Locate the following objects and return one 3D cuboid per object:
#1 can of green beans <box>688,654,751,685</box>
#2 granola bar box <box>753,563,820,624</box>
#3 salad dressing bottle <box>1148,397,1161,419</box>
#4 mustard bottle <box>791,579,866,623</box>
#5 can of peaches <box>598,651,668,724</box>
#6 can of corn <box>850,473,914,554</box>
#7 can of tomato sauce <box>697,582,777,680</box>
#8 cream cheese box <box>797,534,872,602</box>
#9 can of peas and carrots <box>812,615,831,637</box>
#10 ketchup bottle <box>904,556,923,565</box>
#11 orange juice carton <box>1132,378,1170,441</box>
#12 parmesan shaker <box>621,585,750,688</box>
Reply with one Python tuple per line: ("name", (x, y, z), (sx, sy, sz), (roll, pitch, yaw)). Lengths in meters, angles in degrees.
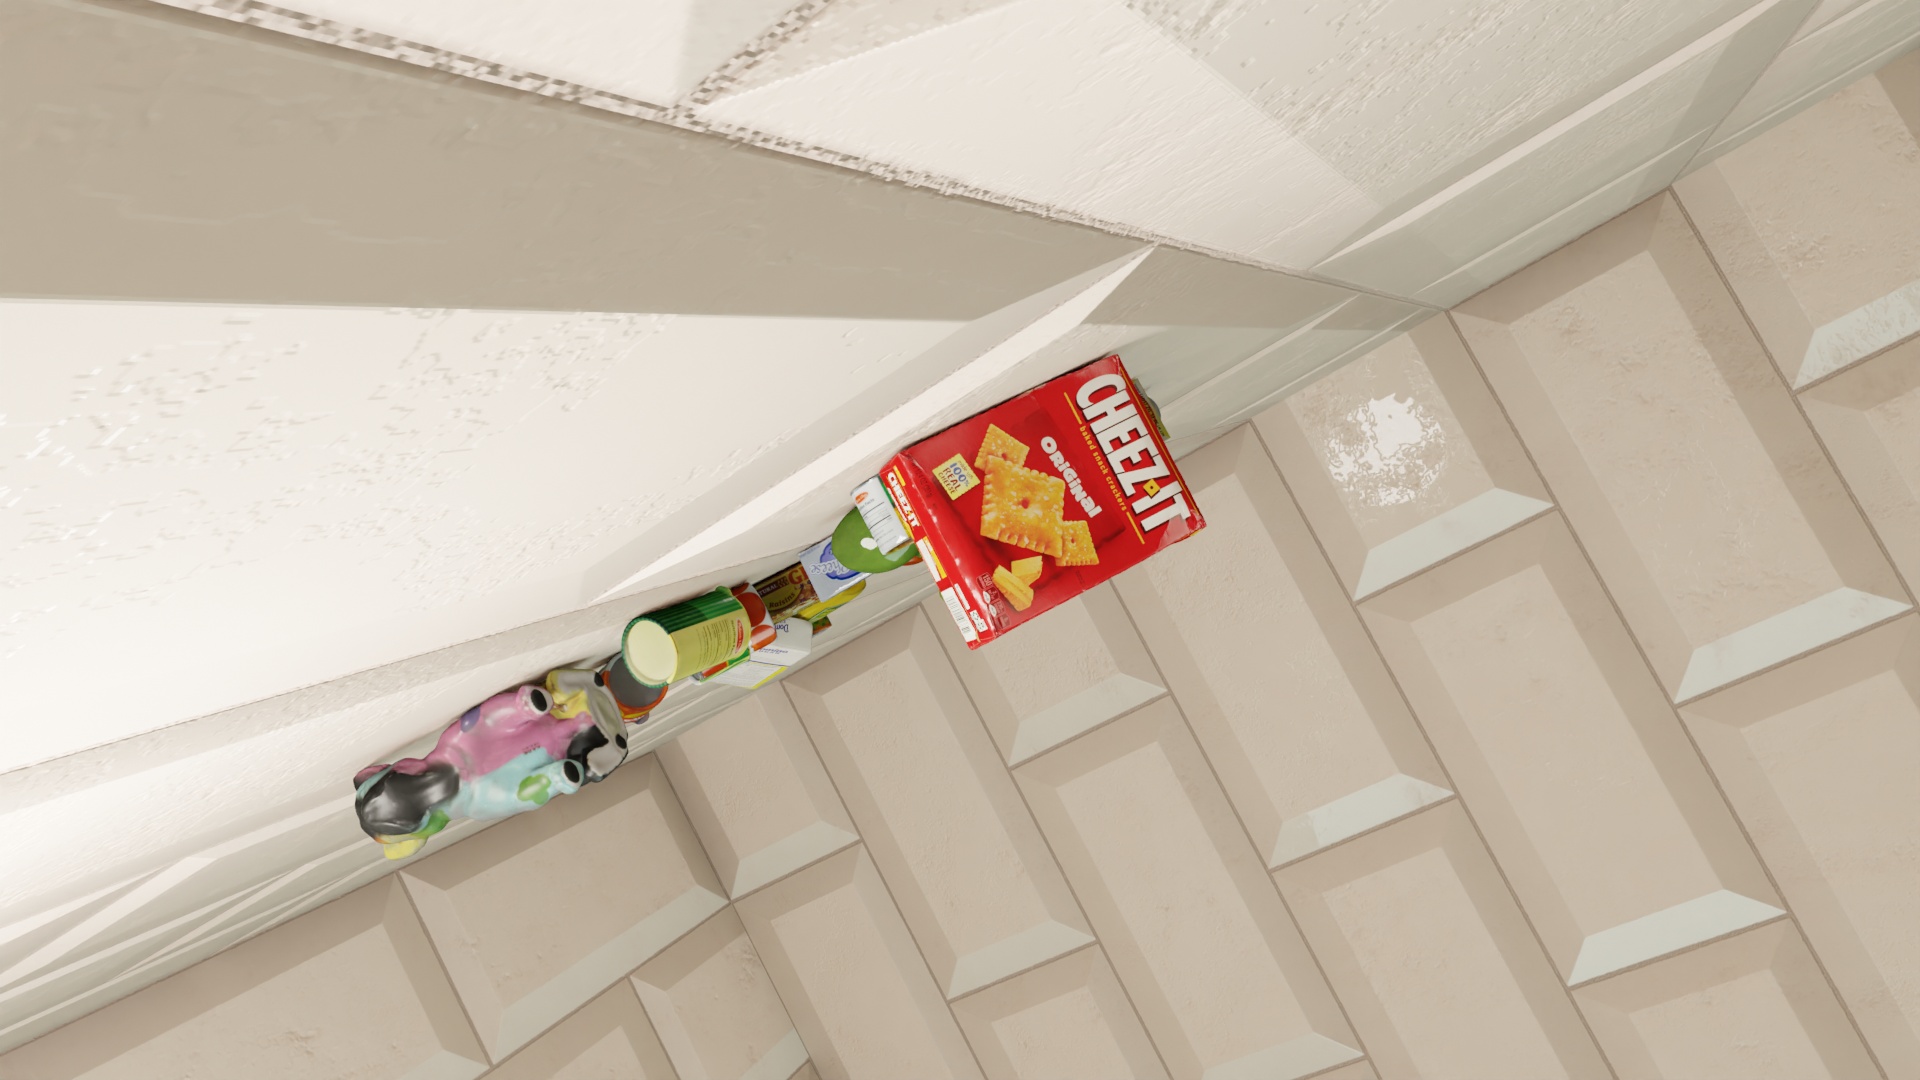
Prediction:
("can of green beans", (-0.255, 0.106, 1.415), (0.058, 0.071, 0.071), (-25, 175, -28))
("granola bar box", (-0.161, 0.046, 1.479), (0.166, 0.039, 0.124), (-27, 177, -10))
("salad dressing bottle", (0.164, -0.122, 1.503), (0.064, 0.044, 0.148), (-35, 173, 38))
("mustard bottle", (-0.179, 0.073, 1.631), (0.159, 0.049, 0.065), (-31, 172, 40))
("can of peaches", (-0.332, 0.149, 1.404), (0.071, 0.071, 0.058), (-25, 174, -33))
("can of corn", (-0.047, -0.029, 1.153), (0.071, 0.058, 0.071), (-28, 176, -2))
("can of tomato sauce", (-0.229, 0.087, 1.347), (0.083, 0.071, 0.071), (-28, 176, -17))
("cream cheese box", (-0.103, 0.013, 1.347), (0.103, 0.053, 0.024), (-29, 178, 19))
("can of peas and carrots", (-0.202, 0.096, 1.708), (0.071, 0.059, 0.071), (-28, 176, -2))
("ketchup bottle", (-0.060, 0.003, 1.589), (0.065, 0.043, 0.149), (-29, 176, 4))
("orange juice carton", (0.104, -0.085, 1.366), (0.193, 0.072, 0.072), (-26, 175, -29))
("parmesan shaker", (-0.245, 0.085, 1.243), (0.071, 0.071, 0.103), (-30, 174, 30))
